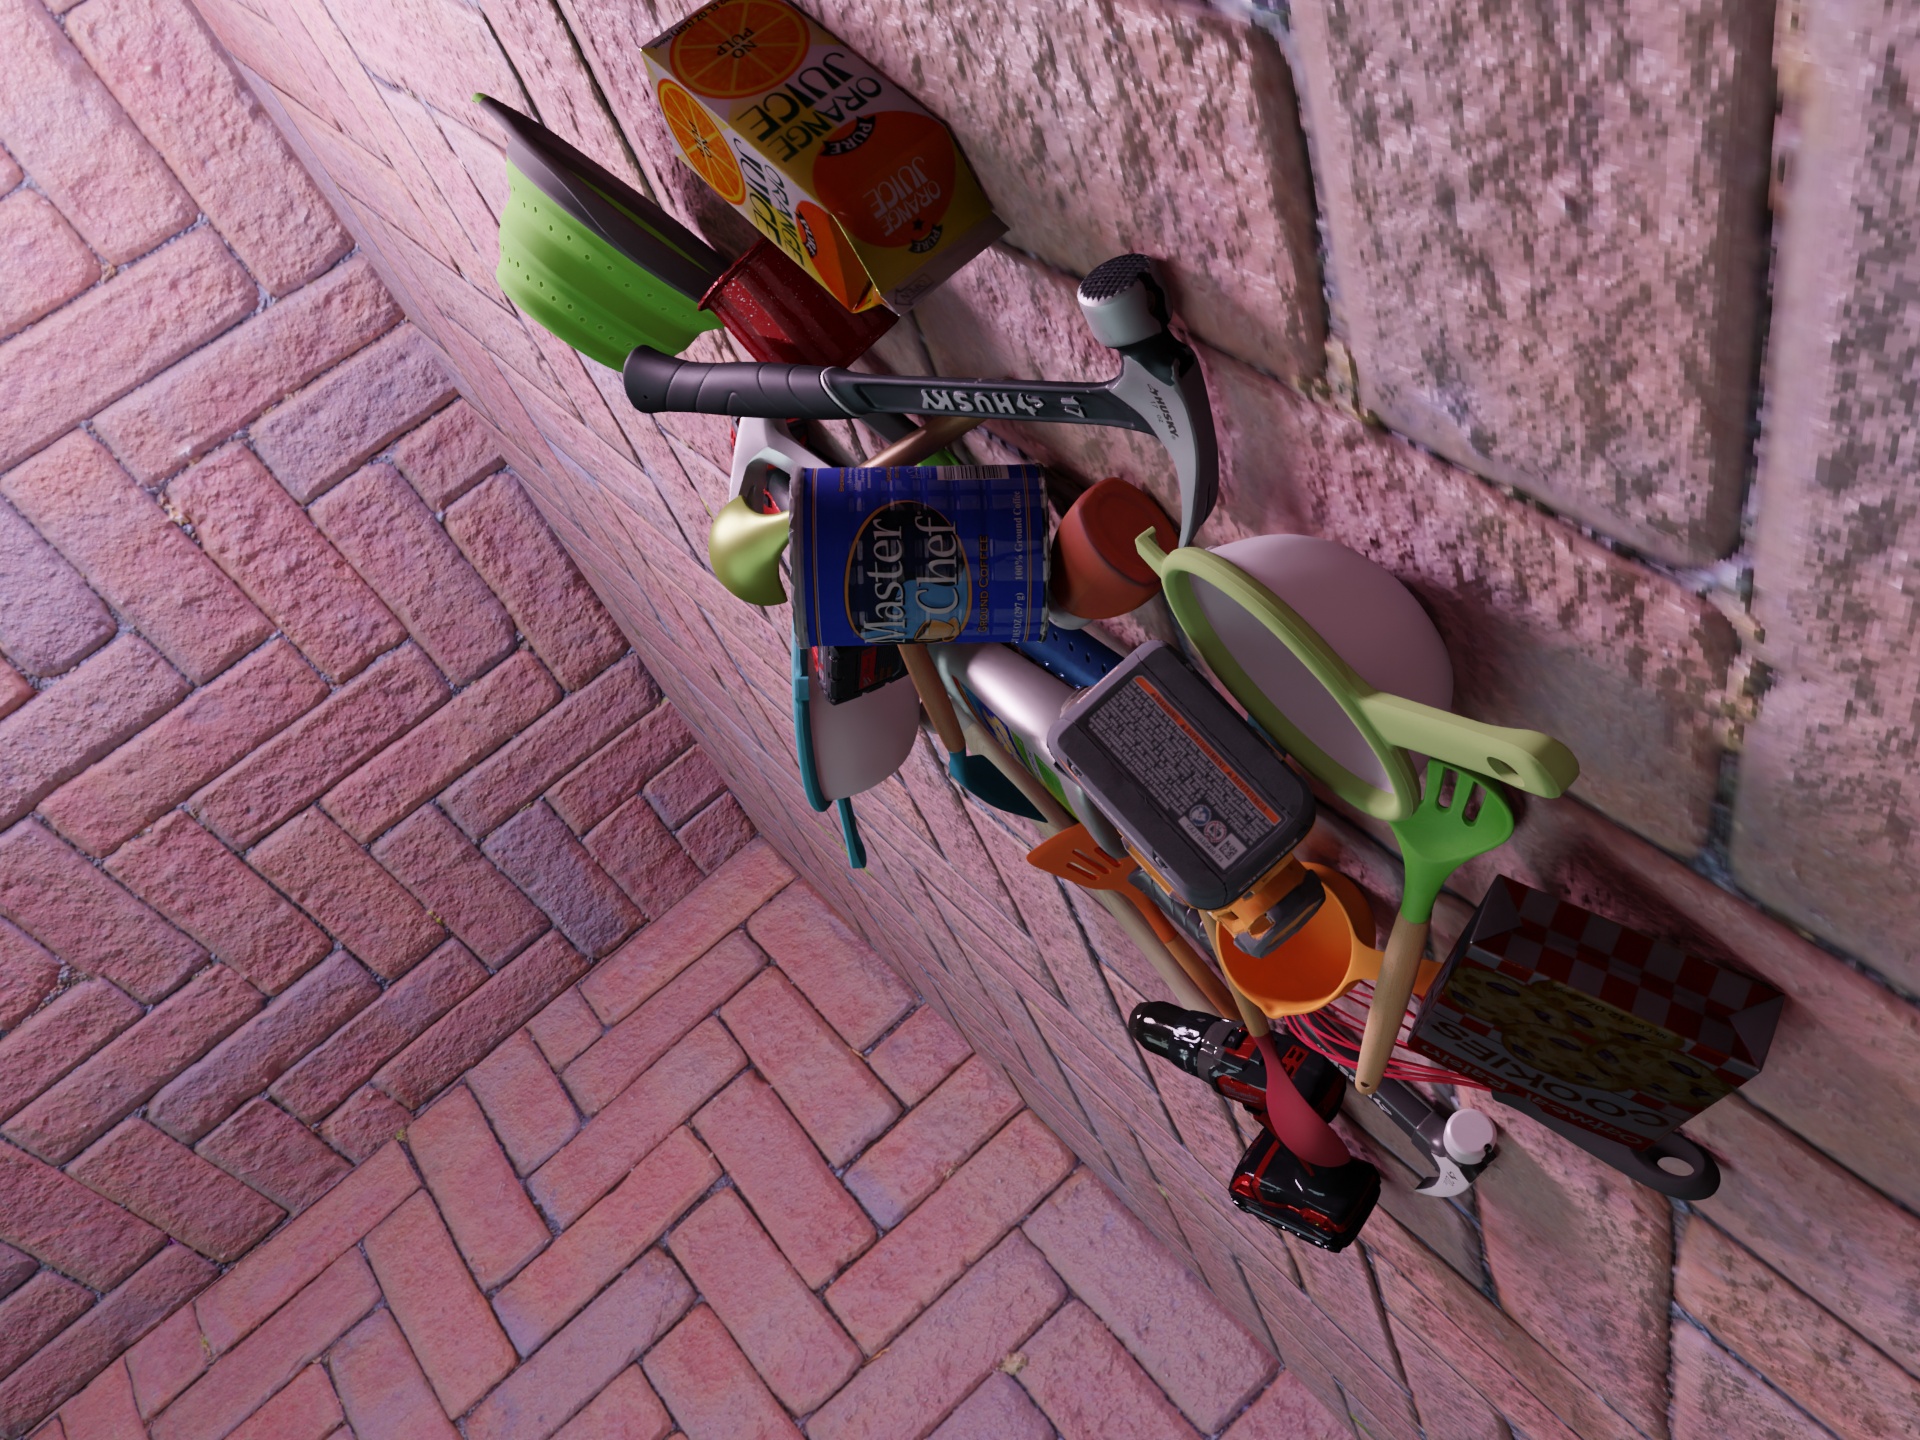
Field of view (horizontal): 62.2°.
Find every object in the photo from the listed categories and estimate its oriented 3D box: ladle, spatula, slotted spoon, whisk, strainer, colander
[{"bbox_3d":[-0.062,-0.143,0.979,0.320,0.062,0.078,-22,92,49],"label":"ladle"},{"bbox_3d":[-0.002,-0.004,1.122,0.082,0.044,0.317,46,170,28],"label":"spatula"},{"bbox_3d":[0.230,0.113,0.826,0.070,0.031,0.313,22,144,22],"label":"slotted spoon"},{"bbox_3d":[0.296,0.201,0.914,0.296,0.073,0.073,22,149,54],"label":"whisk"},{"bbox_3d":[-0.077,0.016,1.404,0.340,0.095,0.211,83,-174,-45],"label":"strainer"},{"bbox_3d":[0.184,0.201,1.303,0.081,0.041,0.322,-33,103,34],"label":"spatula"},{"bbox_3d":[0.174,-0.023,0.631,0.151,0.069,0.256,50,174,-19],"label":"strainer"},{"bbox_3d":[0.206,0.199,1.130,0.069,0.031,0.315,8,127,57],"label":"ladle"},{"bbox_3d":[-0.167,-0.240,1.022,0.397,0.094,0.204,39,-168,6],"label":"colander"}]

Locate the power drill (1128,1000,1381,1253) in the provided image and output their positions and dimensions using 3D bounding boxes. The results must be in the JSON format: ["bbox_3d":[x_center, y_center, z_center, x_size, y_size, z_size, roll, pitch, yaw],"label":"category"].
[{"bbox_3d":[0.243,0.324,1.312,0.188,0.080,0.226,15,143,42],"label":"power drill"}]

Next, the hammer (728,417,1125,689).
[{"bbox_3d":[-0.010,-0.096,1.041,0.406,0.035,0.144,37,121,27],"label":"hammer"}]

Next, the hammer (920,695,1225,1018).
[{"bbox_3d":[0.114,0.125,1.351,0.410,0.038,0.146,50,166,0],"label":"hammer"}]

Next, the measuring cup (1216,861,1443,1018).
[{"bbox_3d":[0.238,0.135,0.929,0.174,0.095,0.052,12,-171,32],"label":"measuring cup"}]

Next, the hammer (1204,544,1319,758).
[{"bbox_3d":[0.169,0.027,0.906,0.128,0.033,0.330,46,167,21],"label":"hammer"}]

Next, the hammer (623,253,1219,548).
[{"bbox_3d":[-0.042,-0.167,0.827,0.409,0.036,0.149,13,147,41],"label":"hammer"}]

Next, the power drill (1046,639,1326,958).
[{"bbox_3d":[0.108,0.031,0.831,0.185,0.084,0.226,48,180,20],"label":"power drill"}]

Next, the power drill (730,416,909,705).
[{"bbox_3d":[-0.111,-0.131,1.224,0.220,0.078,0.143,61,164,18],"label":"power drill"}]

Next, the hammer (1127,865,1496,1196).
[{"bbox_3d":[0.245,0.213,1.162,0.335,0.035,0.146,43,164,29],"label":"hammer"}]
